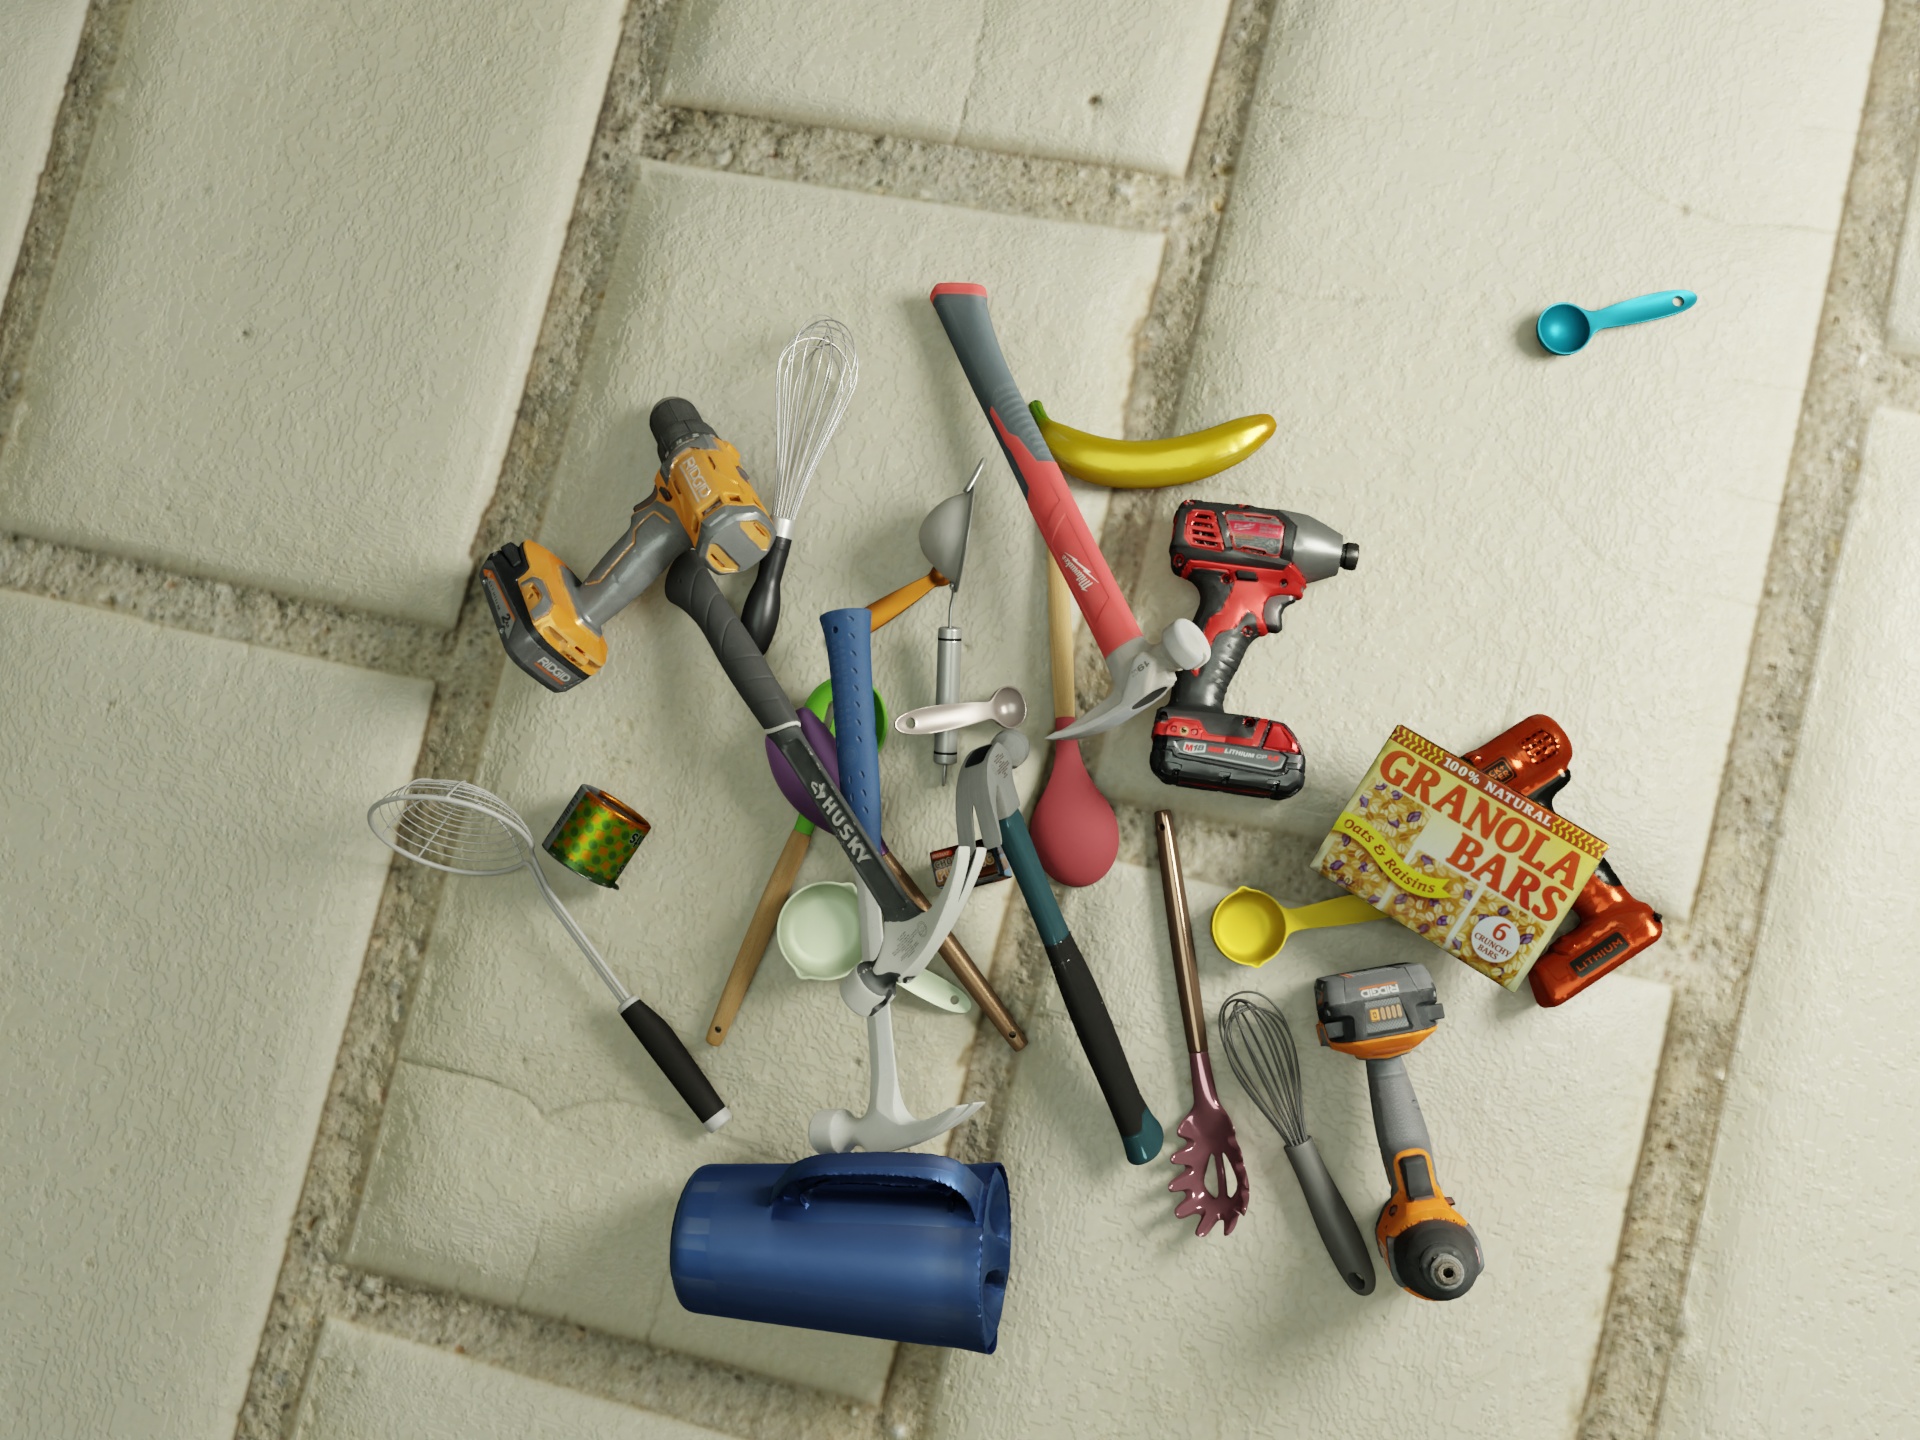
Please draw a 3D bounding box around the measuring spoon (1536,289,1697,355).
[{"bbox_3d":[0.504,-0.309,1.228,0.128,0.021,0.042,-14,82,-3],"label":"measuring spoon"}]

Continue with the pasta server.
[{"bbox_3d":[0.174,0.224,1.204,0.060,0.040,0.316,-12,81,26],"label":"pasta server"}]

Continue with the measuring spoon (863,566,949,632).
[{"bbox_3d":[-0.057,-0.093,1.281,0.117,0.011,0.021,-31,81,3],"label":"measuring spoon"}]

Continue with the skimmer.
[{"bbox_3d":[-0.320,0.191,1.247,0.090,0.127,0.363,-35,84,-40],"label":"skimmer"}]

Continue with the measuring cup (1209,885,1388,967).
[{"bbox_3d":[0.265,0.149,1.210,0.156,0.029,0.062,-9,82,-5],"label":"measuring cup"}]

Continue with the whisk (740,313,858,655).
[{"bbox_3d":[-0.138,-0.187,1.280,0.070,0.070,0.284,14,91,9],"label":"whisk"}]

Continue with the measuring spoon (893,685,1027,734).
[{"bbox_3d":[-0.002,-0.004,1.229,0.124,0.018,0.034,-9,89,-34],"label":"measuring spoon"}]

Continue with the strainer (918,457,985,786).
[{"bbox_3d":[-0.010,-0.076,1.241,0.050,0.087,0.258,1,97,-4],"label":"strainer"}]

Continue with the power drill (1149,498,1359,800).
[{"bbox_3d":[0.221,-0.056,1.210,0.143,0.078,0.220,8,82,8],"label":"power drill"}]

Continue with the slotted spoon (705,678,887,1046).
[{"bbox_3d":[-0.138,0.112,1.263,0.070,0.031,0.314,23,89,1],"label":"slotted spoon"}]

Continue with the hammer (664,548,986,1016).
[{"bbox_3d":[-0.123,0.016,1.199,0.149,0.036,0.409,-48,59,22],"label":"hammer"}]

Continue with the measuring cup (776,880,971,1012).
[{"bbox_3d":[-0.067,0.185,1.247,0.167,0.038,0.083,30,82,-7],"label":"measuring cup"}]

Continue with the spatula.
[{"bbox_3d":[-0.048,0.128,1.238,0.060,0.018,0.316,-37,87,2],"label":"spatula"}]

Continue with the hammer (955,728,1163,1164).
[{"bbox_3d":[0.077,0.173,1.180,0.033,0.128,0.331,-20,97,24],"label":"hammer"}]

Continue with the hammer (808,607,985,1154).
[{"bbox_3d":[-0.065,0.115,1.188,0.144,0.035,0.406,-13,77,35],"label":"hammer"}]

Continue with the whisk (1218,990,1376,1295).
[{"bbox_3d":[0.254,0.314,1.181,0.055,0.055,0.239,-24,86,5],"label":"whisk"}]

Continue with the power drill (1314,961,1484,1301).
[{"bbox_3d":[0.312,0.289,1.116,0.084,0.164,0.226,-12,81,7],"label":"power drill"}]

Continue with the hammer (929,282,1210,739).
[{"bbox_3d":[0.053,-0.174,1.237,0.143,0.038,0.387,-36,68,32],"label":"hammer"}]

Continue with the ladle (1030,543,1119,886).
[{"bbox_3d":[0.082,-0.028,1.249,0.069,0.031,0.315,-4,82,10],"label":"ladle"}]

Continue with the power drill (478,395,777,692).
[{"bbox_3d":[-0.270,-0.150,1.269,0.226,0.084,0.186,-35,53,6],"label":"power drill"}]
